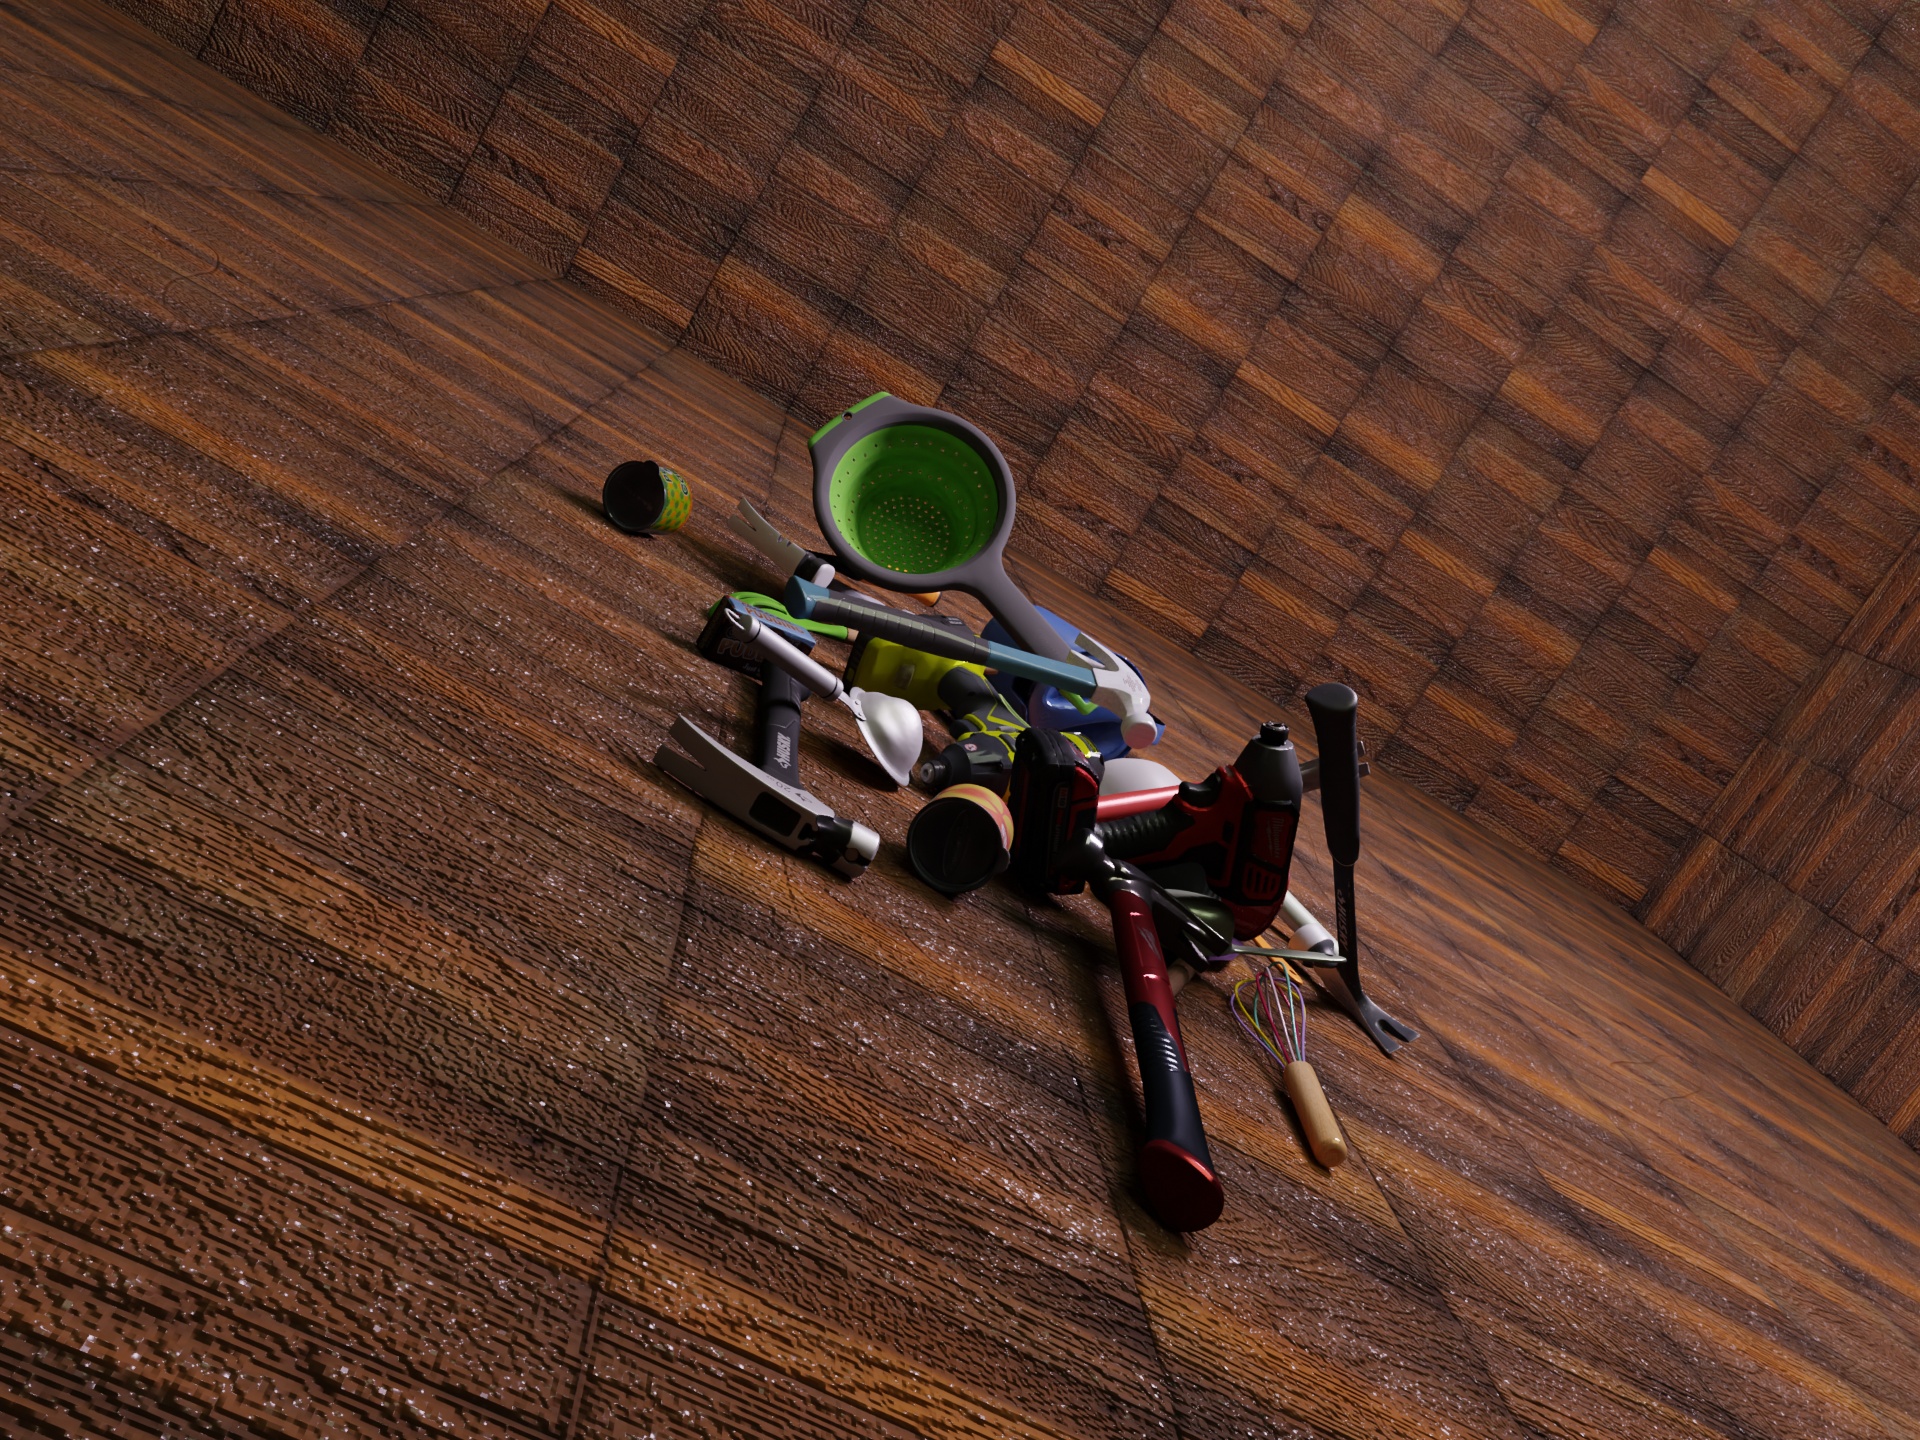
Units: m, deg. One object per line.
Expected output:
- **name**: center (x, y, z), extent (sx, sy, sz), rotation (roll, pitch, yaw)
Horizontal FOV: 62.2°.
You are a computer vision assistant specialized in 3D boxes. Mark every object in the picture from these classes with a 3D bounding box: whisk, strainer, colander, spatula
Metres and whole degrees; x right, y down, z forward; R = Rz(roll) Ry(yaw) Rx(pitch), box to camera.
- **whisk**: center (0.237, 0.237, 1.120), extent (0.047, 0.051, 0.245), rotation (36, 14, -11)
- **whisk**: center (0.289, 0.154, 1.547), extent (0.247, 0.059, 0.057), rotation (48, -17, 28)
- **strainer**: center (0.142, 0.046, 1.484), extent (0.256, 0.069, 0.151), rotation (41, 10, -9)
- **strainer**: center (-0.090, -0.020, 1.179), extent (0.258, 0.050, 0.087), rotation (37, 25, -47)
- **colander**: center (0.002, -0.150, 1.611), extent (0.397, 0.204, 0.094), rotation (50, -18, 11)
- **spatula**: center (0.172, 0.186, 1.217), extent (0.060, 0.018, 0.316), rotation (24, 9, 15)

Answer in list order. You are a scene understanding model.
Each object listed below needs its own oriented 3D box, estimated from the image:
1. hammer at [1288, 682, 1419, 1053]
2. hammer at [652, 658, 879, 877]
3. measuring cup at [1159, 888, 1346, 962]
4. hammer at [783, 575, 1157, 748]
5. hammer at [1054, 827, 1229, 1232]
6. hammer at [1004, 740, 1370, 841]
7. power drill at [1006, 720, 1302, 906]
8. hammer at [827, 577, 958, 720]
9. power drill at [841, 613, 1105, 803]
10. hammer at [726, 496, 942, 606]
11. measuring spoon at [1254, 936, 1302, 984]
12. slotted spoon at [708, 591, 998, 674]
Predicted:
- **hammer**: center (0.306, 0.117, 1.264), extent (0.149, 0.036, 0.408), rotation (53, -13, 42)
- **hammer**: center (-0.133, 0.007, 1.125), extent (0.146, 0.035, 0.335), rotation (30, 12, -13)
- **measuring cup**: center (0.221, 0.161, 1.239), extent (0.167, 0.038, 0.083), rotation (8, 6, -1)
- **hammer**: center (0.009, -0.061, 1.366), extent (0.331, 0.033, 0.128), rotation (16, 30, -15)
- **hammer**: center (0.130, 0.190, 0.980), extent (0.143, 0.038, 0.386), rotation (38, 15, -12)
- **hammer**: center (0.183, 0.065, 1.346), extent (0.359, 0.149, 0.037), rotation (-6, 78, -39)
- **power drill**: center (0.150, 0.066, 1.198), extent (0.219, 0.143, 0.079), rotation (3, 20, -12)
- **hammer**: center (-0.025, -0.037, 1.575), extent (0.144, 0.035, 0.406), rotation (24, 14, -36)
- **power drill**: center (-0.002, -0.004, 1.371), extent (0.171, 0.080, 0.223), rotation (0, 33, -37)
- **hammer**: center (-0.113, -0.163, 1.690), extent (0.127, 0.034, 0.336), rotation (38, 13, 22)
- **measuring spoon**: center (0.279, 0.203, 1.432), extent (0.021, 0.011, 0.117), rotation (26, 13, -28)
- **slotted spoon**: center (-0.088, -0.076, 1.465), extent (0.313, 0.031, 0.070), rotation (11, 20, -37)
